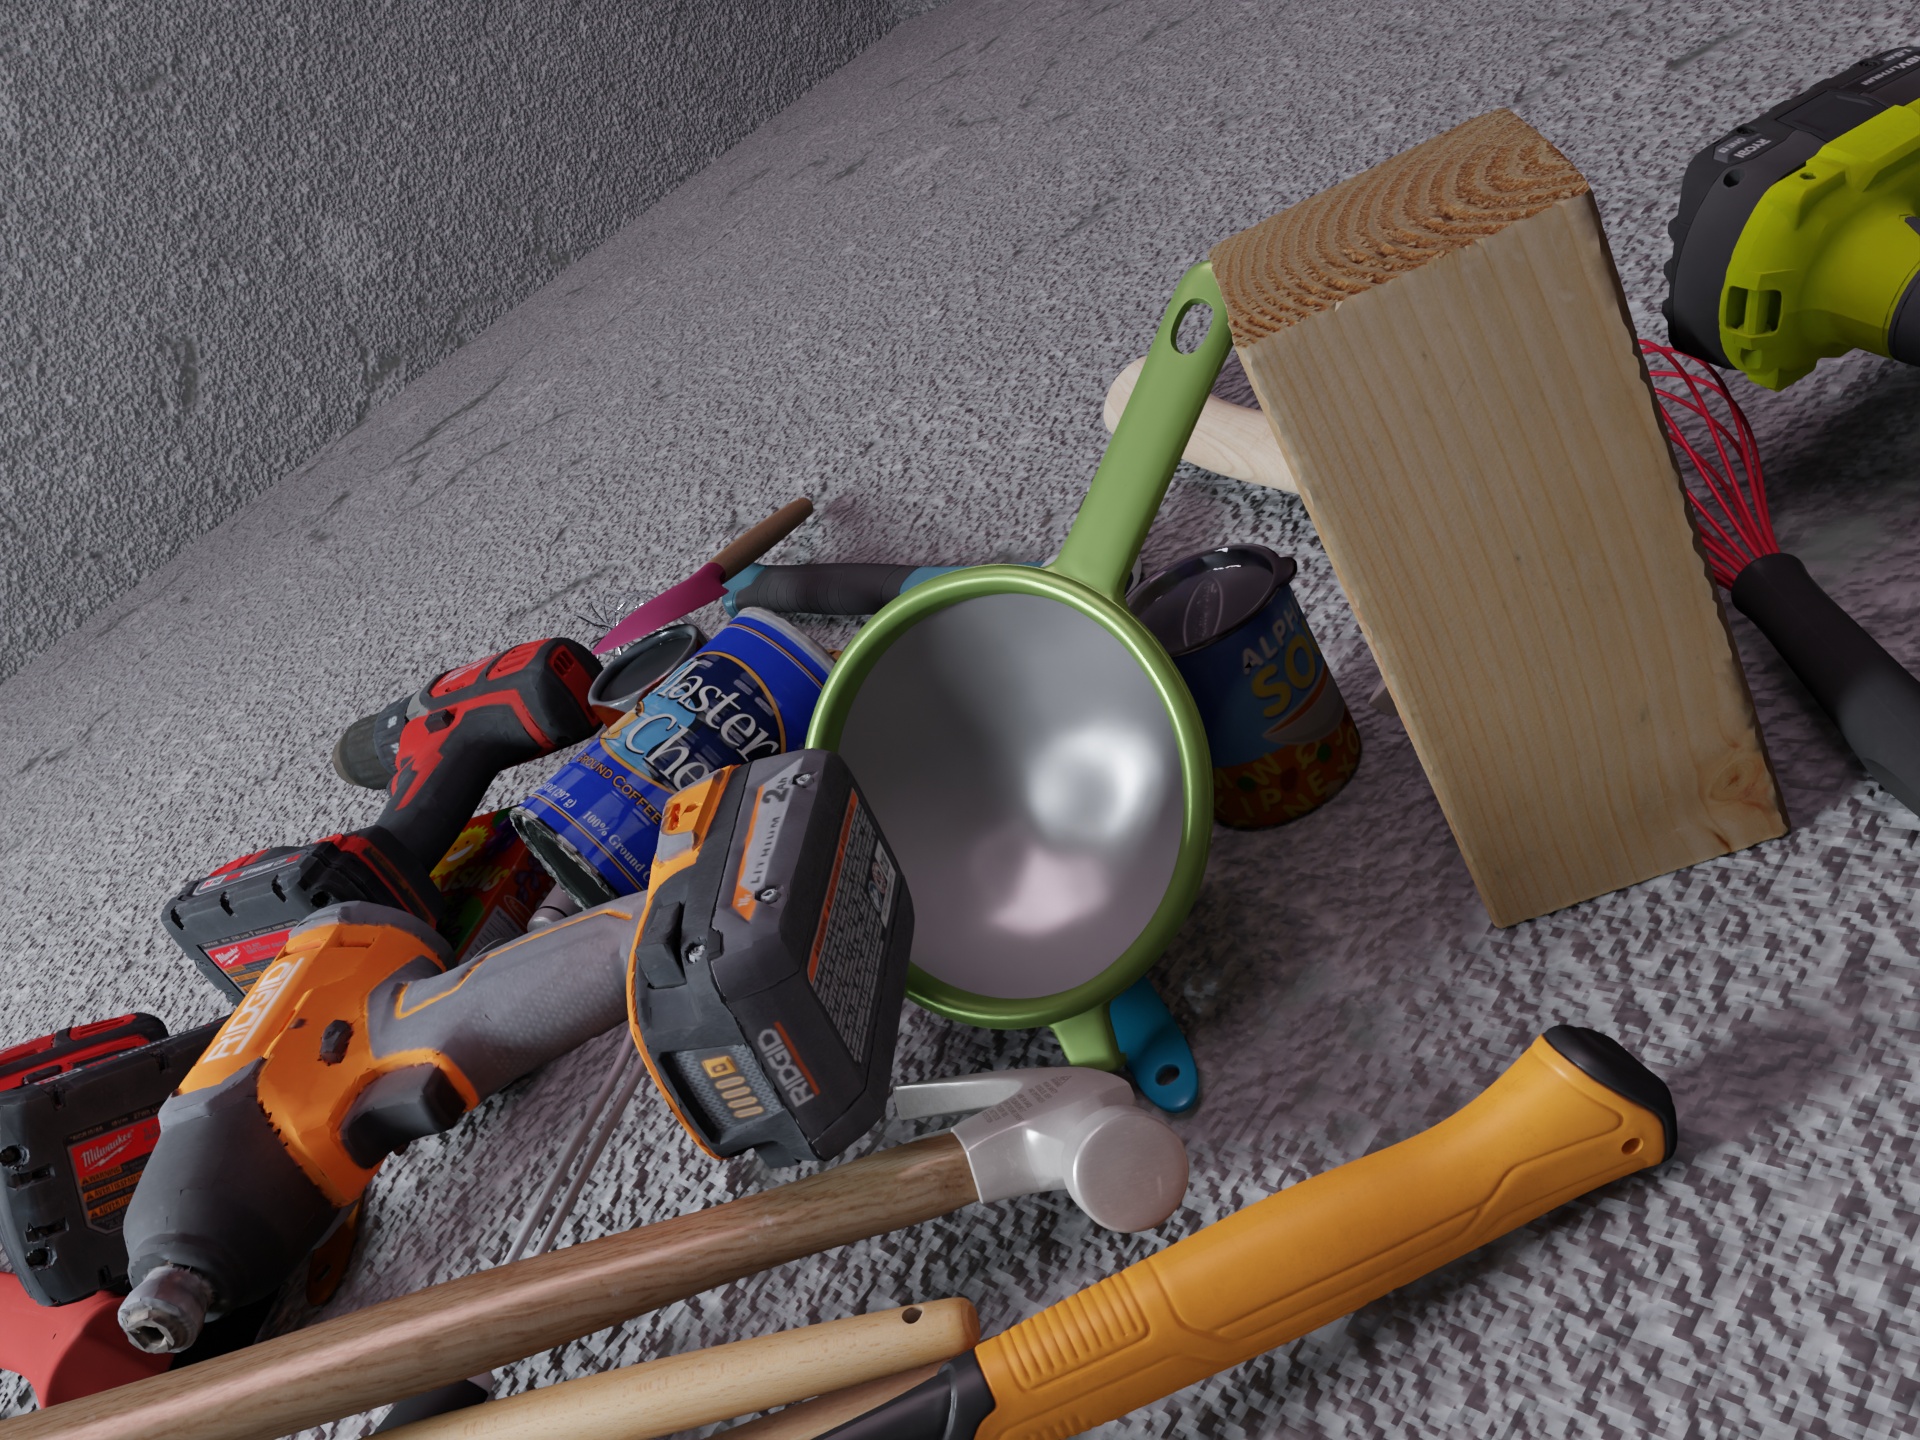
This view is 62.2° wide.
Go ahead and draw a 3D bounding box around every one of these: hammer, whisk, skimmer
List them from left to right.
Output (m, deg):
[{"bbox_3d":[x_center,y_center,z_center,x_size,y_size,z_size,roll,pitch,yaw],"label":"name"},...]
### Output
[{"bbox_3d":[-0.420,0.247,0.689,0.359,0.036,0.149,-15,40,42],"label":"hammer"},{"bbox_3d":[-0.108,0.158,0.444,0.331,0.031,0.130,-15,-1,-9],"label":"hammer"},{"bbox_3d":[-0.115,0.175,0.538,0.127,0.090,0.363,-5,44,38],"label":"skimmer"},{"bbox_3d":[-0.138,-0.029,0.896,0.070,0.070,0.285,-44,35,-21],"label":"whisk"},{"bbox_3d":[-0.033,-0.072,0.875,0.331,0.033,0.128,5,46,50],"label":"hammer"},{"bbox_3d":[0.022,0.166,0.385,0.337,0.127,0.034,-24,25,-5],"label":"hammer"},{"bbox_3d":[0.142,-0.116,0.733,0.146,0.038,0.411,-65,19,9],"label":"hammer"},{"bbox_3d":[0.258,-0.055,0.525,0.073,0.073,0.296,-25,33,13],"label":"whisk"}]

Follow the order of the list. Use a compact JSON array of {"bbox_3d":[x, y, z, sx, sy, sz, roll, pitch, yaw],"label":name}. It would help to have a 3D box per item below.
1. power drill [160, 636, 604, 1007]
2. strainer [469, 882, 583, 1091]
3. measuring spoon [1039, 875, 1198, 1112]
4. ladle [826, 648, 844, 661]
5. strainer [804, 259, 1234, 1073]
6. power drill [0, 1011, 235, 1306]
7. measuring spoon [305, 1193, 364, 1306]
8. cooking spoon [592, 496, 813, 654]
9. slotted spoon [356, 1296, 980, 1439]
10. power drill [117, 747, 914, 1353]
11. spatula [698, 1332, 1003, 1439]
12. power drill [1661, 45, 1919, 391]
[{"bbox_3d":[-0.299,0.049,0.820,0.188,0.080,0.227,-15,30,29],"label":"power drill"},{"bbox_3d":[-0.195,0.102,0.749,0.259,0.050,0.086,-67,-1,-55],"label":"strainer"},{"bbox_3d":[0.052,0.086,0.539,0.042,0.021,0.129,-31,26,2],"label":"measuring spoon"},{"bbox_3d":[-0.001,-0.002,0.737,0.069,0.031,0.316,-37,26,-16],"label":"ladle"},{"bbox_3d":[0.044,-0.023,0.531,0.152,0.069,0.256,28,101,27],"label":"strainer"},{"bbox_3d":[-0.370,0.170,0.656,0.220,0.078,0.143,-8,6,43],"label":"power drill"},{"bbox_3d":[-0.268,0.205,0.684,0.021,0.011,0.117,-30,27,4],"label":"measuring spoon"},{"bbox_3d":[-0.137,-0.092,0.933,0.069,0.017,0.319,-21,14,18],"label":"cooking spoon"},{"bbox_3d":[-0.142,0.200,0.432,0.314,0.031,0.070,-18,23,12],"label":"slotted spoon"},{"bbox_3d":[-0.135,0.100,0.474,0.226,0.084,0.164,-18,26,14],"label":"power drill"},{"bbox_3d":[-0.109,0.233,0.470,0.316,0.018,0.060,-26,26,14],"label":"spatula"},{"bbox_3d":[0.361,-0.136,0.488,0.190,0.080,0.229,-30,43,-15],"label":"power drill"}]
